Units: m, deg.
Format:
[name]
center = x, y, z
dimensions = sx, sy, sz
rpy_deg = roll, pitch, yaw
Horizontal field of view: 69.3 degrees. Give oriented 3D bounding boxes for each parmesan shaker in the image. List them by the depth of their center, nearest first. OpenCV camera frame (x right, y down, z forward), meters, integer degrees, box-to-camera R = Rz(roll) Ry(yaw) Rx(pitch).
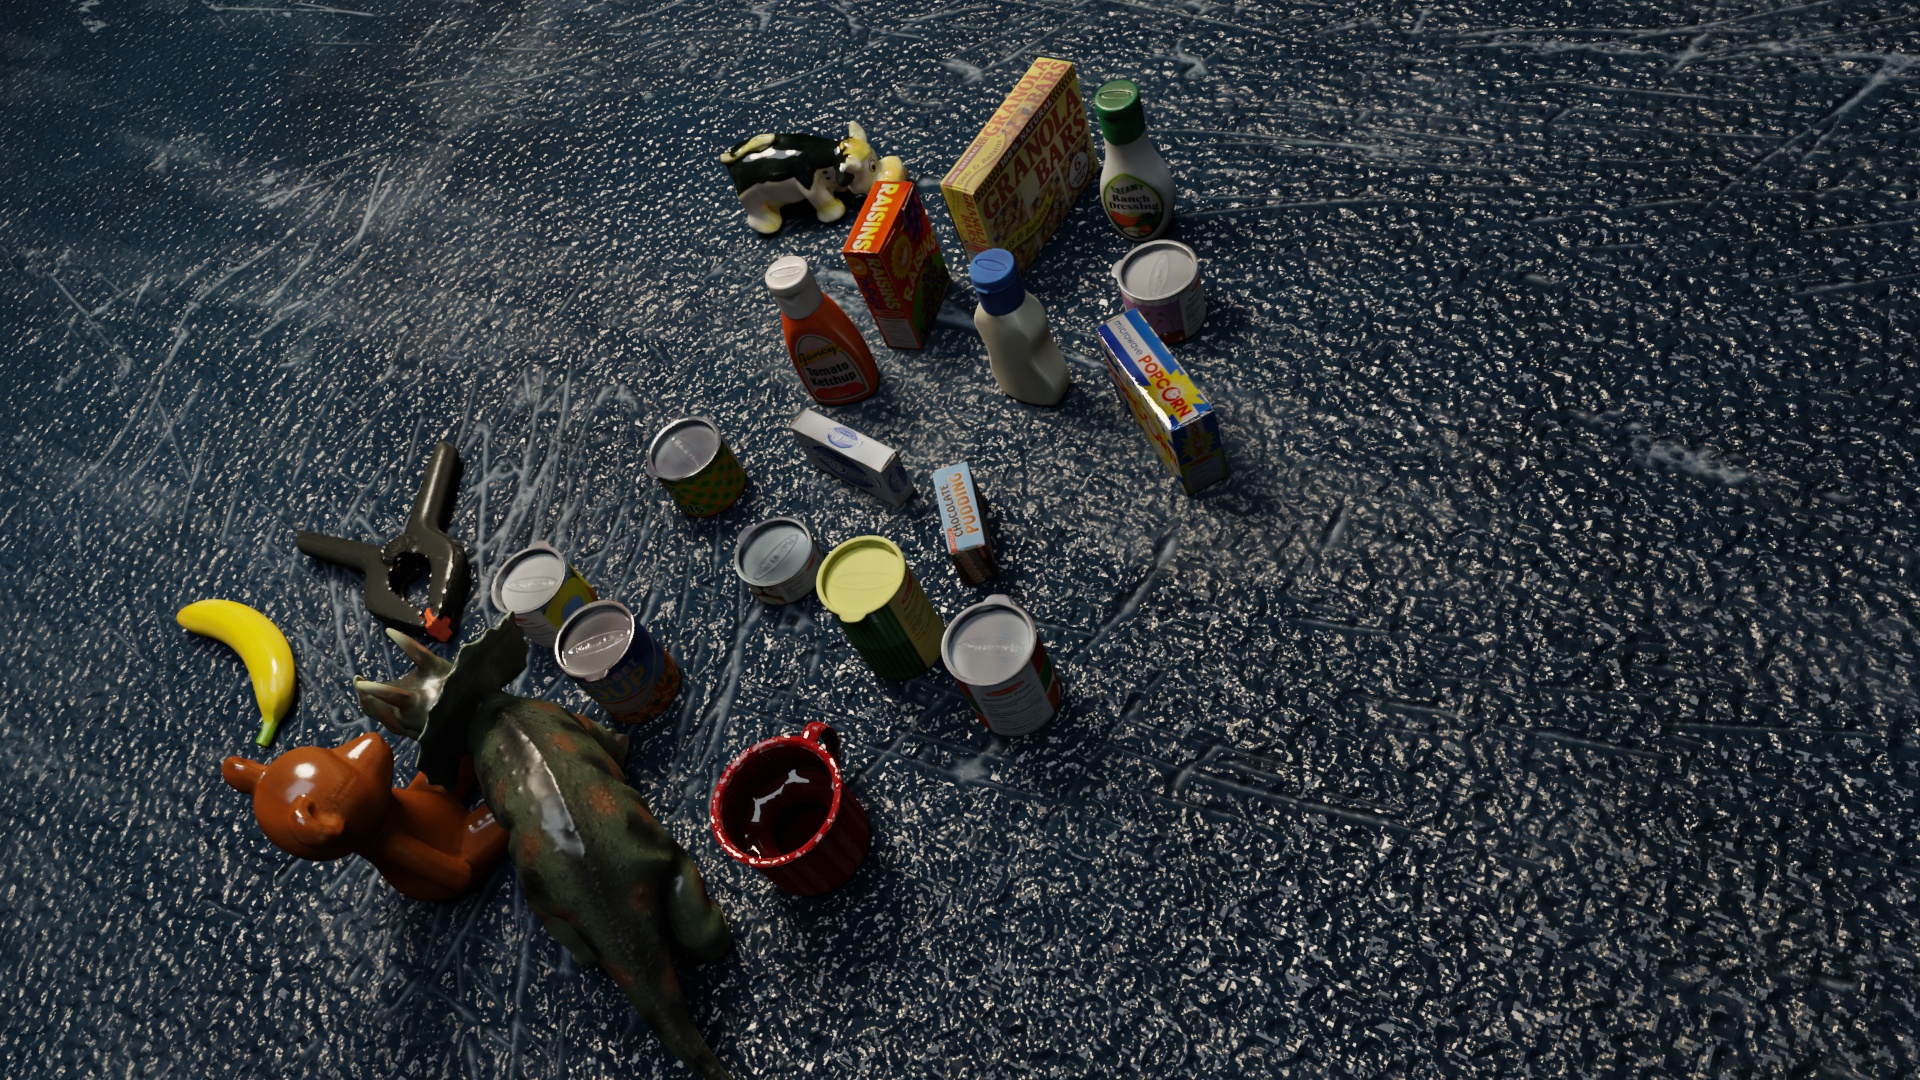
[parmesan shaker]
center = -0.057, 0.054, 1.015
dimensions = 0.071, 0.102, 0.071
rpy_deg = -9, 55, 13

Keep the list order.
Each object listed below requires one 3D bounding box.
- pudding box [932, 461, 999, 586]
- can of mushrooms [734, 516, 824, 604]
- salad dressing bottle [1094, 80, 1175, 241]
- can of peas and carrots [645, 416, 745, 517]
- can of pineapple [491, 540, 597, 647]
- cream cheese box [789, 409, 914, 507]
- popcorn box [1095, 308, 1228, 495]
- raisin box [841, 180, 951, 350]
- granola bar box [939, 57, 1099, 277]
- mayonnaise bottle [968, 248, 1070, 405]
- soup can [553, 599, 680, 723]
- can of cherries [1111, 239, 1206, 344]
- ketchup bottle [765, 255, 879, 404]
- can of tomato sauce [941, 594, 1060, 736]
[pudding box]
center = 0.004, -0.013, 1.075
dimensions = 0.030, 0.049, 0.084
rpy_deg = -17, 53, 7
[can of mushrooms]
center = -0.146, 0.015, 1.115
dimensions = 0.071, 0.033, 0.071
rpy_deg = -9, 55, 13
[salad dressing bottle]
center = 0.145, -0.320, 1.177
dimensions = 0.064, 0.147, 0.044
rpy_deg = 7, 60, 23
[can of peas and carrots]
center = -0.225, -0.060, 1.177
dimensions = 0.071, 0.058, 0.071
rpy_deg = -9, 55, 13
[can of pineapple]
center = -0.340, 0.045, 1.144
dimensions = 0.071, 0.057, 0.071
rpy_deg = -9, 55, 13
[cream cheese box]
center = -0.089, -0.068, 1.140
dimensions = 0.104, 0.053, 0.024
rpy_deg = 27, 69, 31
[popcorn box]
center = 0.154, -0.107, 1.067
dimensions = 0.038, 0.085, 0.127
rpy_deg = -28, 53, -1
[raisin box]
center = -0.053, -0.237, 1.201
dimensions = 0.040, 0.123, 0.086
rpy_deg = 8, 60, 23
[granola bar box]
center = 0.055, -0.321, 1.222
dimensions = 0.039, 0.123, 0.166
rpy_deg = 22, 66, 30
[mayonnaise bottle]
center = 0.044, -0.169, 1.106
dimensions = 0.065, 0.147, 0.041
rpy_deg = 20, 65, 29
[soup can]
center = -0.262, 0.097, 1.066
dimensions = 0.071, 0.083, 0.072
rpy_deg = -9, 55, 13
[can of cherries]
center = 0.164, -0.205, 1.147
dimensions = 0.071, 0.058, 0.072
rpy_deg = -9, 55, 13
[ketchup bottle]
center = -0.119, -0.175, 1.165
dimensions = 0.065, 0.148, 0.044
rpy_deg = -8, 55, 13
[can of tomato sauce]
center = 0.030, 0.089, 0.975
dimensions = 0.071, 0.082, 0.071
rpy_deg = -9, 55, 13
